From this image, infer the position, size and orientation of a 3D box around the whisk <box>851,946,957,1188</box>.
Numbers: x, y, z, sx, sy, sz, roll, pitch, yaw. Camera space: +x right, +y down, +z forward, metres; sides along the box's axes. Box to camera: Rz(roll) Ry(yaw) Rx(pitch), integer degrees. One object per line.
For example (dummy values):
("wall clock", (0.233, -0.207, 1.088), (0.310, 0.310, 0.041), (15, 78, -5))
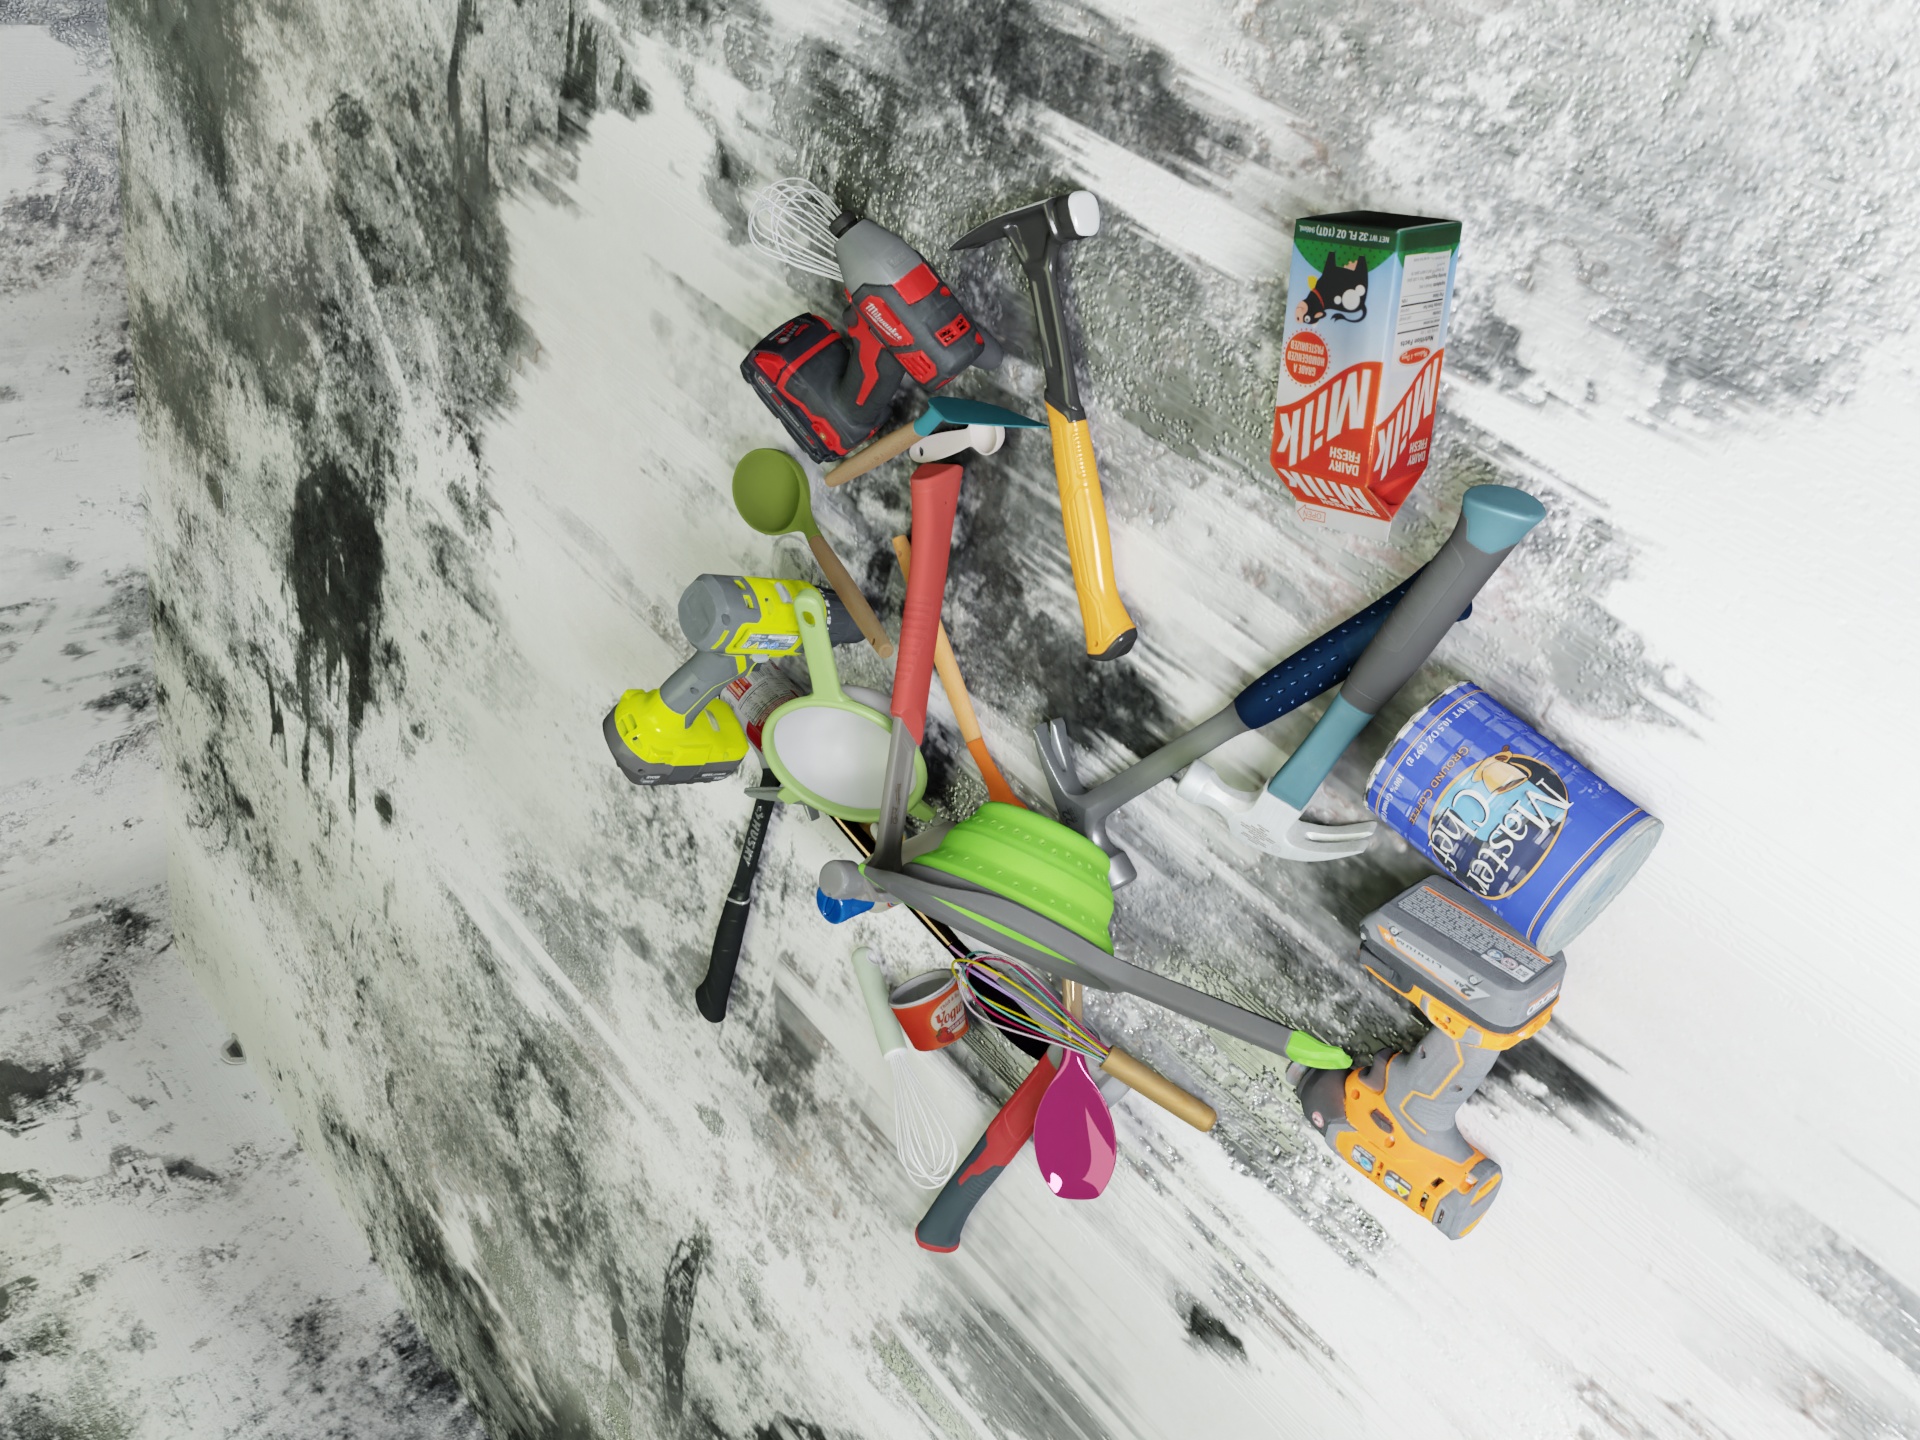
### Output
("whisk", (-0.059, 0.322, 1.498), (0.059, 0.057, 0.247), (-36, 57, 21))

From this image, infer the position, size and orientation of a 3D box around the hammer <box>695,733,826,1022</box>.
("hammer", (-0.226, 0.177, 1.672), (0.149, 0.036, 0.408), (42, 133, 28))

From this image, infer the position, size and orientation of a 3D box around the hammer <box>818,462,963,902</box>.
("hammer", (-0.033, -0.029, 1.301), (0.037, 0.149, 0.359), (10, 92, 38))

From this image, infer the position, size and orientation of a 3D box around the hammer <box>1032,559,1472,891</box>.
("hammer", (0.193, -0.006, 1.135), (0.405, 0.035, 0.144), (-37, 77, 48))

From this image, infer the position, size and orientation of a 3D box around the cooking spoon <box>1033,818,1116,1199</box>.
("cooking spoon", (0.093, 0.236, 1.306), (0.069, 0.017, 0.319), (-1, 93, 12))

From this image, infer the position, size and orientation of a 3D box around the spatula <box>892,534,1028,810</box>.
("spatula", (-0.002, -0.004, 1.347), (0.081, 0.041, 0.322), (-23, 87, 43))

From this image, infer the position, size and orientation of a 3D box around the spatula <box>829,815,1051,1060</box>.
("spatula", (-0.025, 0.185, 1.442), (0.316, 0.018, 0.059), (47, 136, 14))

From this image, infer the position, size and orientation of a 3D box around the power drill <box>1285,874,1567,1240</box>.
("power drill", (0.302, 0.221, 1.073), (0.164, 0.084, 0.226), (33, 131, 37))

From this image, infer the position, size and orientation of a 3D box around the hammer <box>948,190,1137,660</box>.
("hammer", (0.076, -0.209, 1.184), (0.127, 0.034, 0.337), (-1, 104, 47))

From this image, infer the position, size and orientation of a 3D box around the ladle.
("ladle", (-0.124, -0.140, 1.338), (0.321, 0.062, 0.078), (56, 132, 50))

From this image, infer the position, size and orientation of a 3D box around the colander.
("colander", (0.113, 0.145, 1.168), (0.397, 0.204, 0.094), (18, 76, 34))

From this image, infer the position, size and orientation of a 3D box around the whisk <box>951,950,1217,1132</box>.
("whisk", (0.098, 0.258, 1.280), (0.245, 0.051, 0.047), (32, 118, 2))

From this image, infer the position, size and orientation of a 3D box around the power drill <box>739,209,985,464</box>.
("power drill", (-0.082, -0.297, 1.236), (0.143, 0.078, 0.219), (50, 151, -10))

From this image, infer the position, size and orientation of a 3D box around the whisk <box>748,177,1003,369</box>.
("whisk", (-0.071, -0.354, 1.274), (0.285, 0.070, 0.070), (40, 131, 24))

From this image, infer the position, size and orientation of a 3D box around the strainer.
("strainer", (-0.101, -0.023, 1.366), (0.151, 0.069, 0.256), (6, 134, 17))

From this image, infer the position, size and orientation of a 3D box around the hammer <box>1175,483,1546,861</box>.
("hammer", (0.258, -0.022, 1.009), (0.128, 0.033, 0.330), (33, 135, 6))

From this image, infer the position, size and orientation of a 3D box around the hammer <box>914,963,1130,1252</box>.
("hammer", (0.025, 0.378, 1.462), (0.143, 0.038, 0.386), (45, 135, 17))

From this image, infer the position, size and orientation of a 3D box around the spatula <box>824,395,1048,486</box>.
("spatula", (-0.043, -0.217, 1.269), (0.317, 0.082, 0.044), (-11, 83, 62))

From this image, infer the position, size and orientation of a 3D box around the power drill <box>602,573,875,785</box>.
("power drill", (-0.195, -0.040, 1.403), (0.228, 0.190, 0.080), (-46, 61, 33))

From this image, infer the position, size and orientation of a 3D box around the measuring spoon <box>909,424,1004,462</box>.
("measuring spoon", (-0.002, -0.226, 1.283), (0.124, 0.018, 0.034), (-2, 104, 55))
